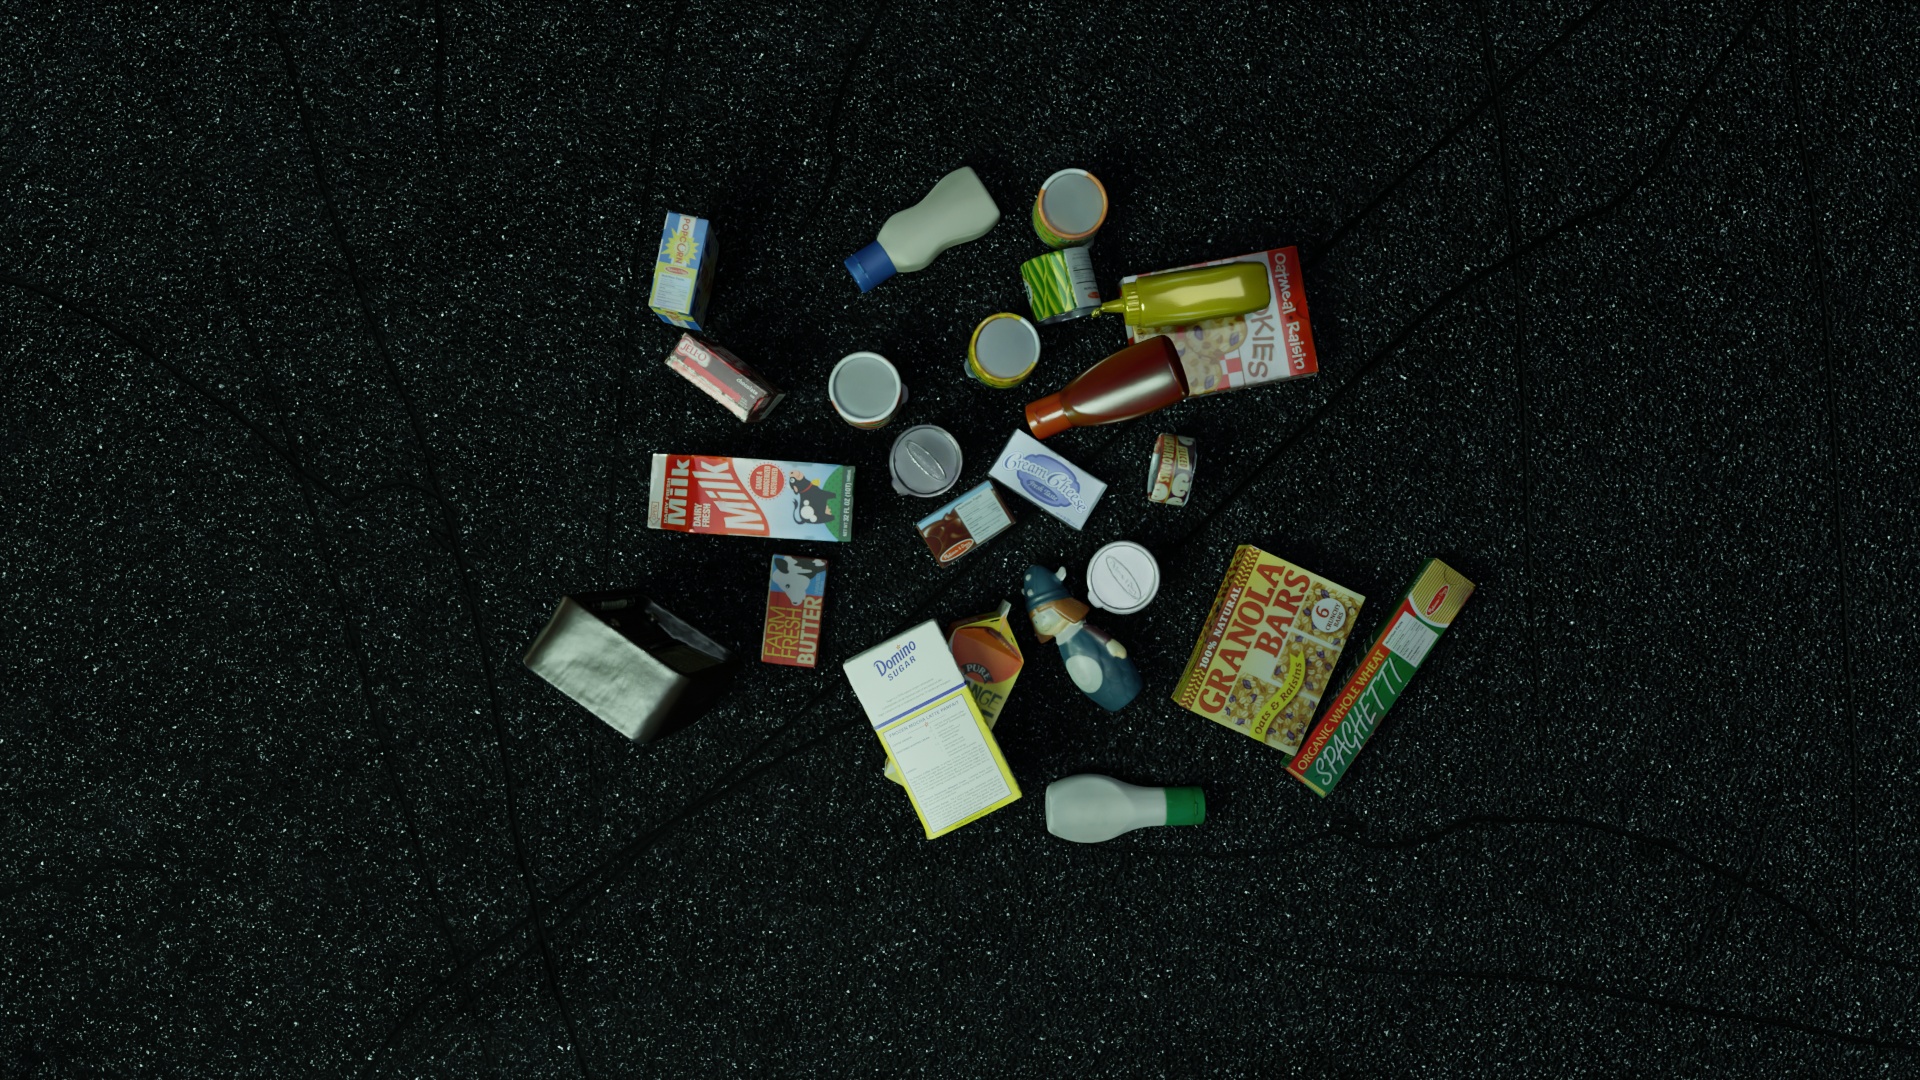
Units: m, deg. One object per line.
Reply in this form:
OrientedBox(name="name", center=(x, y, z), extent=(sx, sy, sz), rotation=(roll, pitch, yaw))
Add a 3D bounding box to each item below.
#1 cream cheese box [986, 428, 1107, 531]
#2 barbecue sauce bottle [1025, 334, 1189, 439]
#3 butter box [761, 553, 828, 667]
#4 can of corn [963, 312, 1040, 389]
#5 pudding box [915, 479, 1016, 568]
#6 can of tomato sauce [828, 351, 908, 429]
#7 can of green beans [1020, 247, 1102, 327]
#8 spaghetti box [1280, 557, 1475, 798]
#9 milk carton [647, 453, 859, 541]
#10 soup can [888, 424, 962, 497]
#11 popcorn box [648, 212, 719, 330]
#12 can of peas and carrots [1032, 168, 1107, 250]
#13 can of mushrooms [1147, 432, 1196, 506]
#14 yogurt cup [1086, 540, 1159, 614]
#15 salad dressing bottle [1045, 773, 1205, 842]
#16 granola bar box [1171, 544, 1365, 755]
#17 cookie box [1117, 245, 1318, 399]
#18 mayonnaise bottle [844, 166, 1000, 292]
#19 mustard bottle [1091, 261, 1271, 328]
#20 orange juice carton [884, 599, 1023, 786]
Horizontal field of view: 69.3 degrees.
OrientedBox(name="cream cheese box", center=(0.082, -0.058, 1.321), extent=(0.104, 0.024, 0.053), rotation=(32, 88, -2))
OrientedBox(name="barbecue sauce bottle", center=(0.133, -0.136, 1.288), extent=(0.148, 0.044, 0.065), rotation=(-20, 84, 21))
OrientedBox(name="butter box", center=(-0.157, 0.066, 1.313), extent=(0.053, 0.024, 0.103), rotation=(6, 90, -2))
OrientedBox(name="can of corn", center=(0.038, -0.176, 1.301), extent=(0.071, 0.058, 0.071), rotation=(0, 90, -2))
OrientedBox(name="pudding box", center=(0.005, -0.016, 1.315), extent=(0.084, 0.030, 0.049), rotation=(-32, 93, -1))
OrientedBox(name="can of tomato sauce", center=(-0.085, -0.138, 1.284), extent=(0.071, 0.083, 0.071), rotation=(0, 91, -2))
OrientedBox(name="can of green beans", center=(0.094, -0.237, 1.299), extent=(0.071, 0.071, 0.058), rotation=(-14, 91, -2))
OrientedBox(name="spaghetti box", center=(0.399, 0.130, 1.332), extent=(0.050, 0.028, 0.250), rotation=(36, 89, -2))
OrientedBox(name="milk carton", center=(-0.192, -0.040, 1.286), extent=(0.191, 0.073, 0.072), rotation=(4, 91, -2))
OrientedBox(name="soup can", center=(-0.034, -0.071, 1.287), extent=(0.071, 0.084, 0.071), rotation=(0, 91, -2))
OrientedBox(name="popcorn box", center=(-0.248, -0.241, 1.256), extent=(0.038, 0.127, 0.085), rotation=(12, 91, -6))
OrientedBox(name="can of peas and carrots", center=(0.104, -0.307, 1.302), extent=(0.071, 0.059, 0.071), rotation=(0, 91, -1))
OrientedBox(name="can of mushrooms", center=(0.198, -0.067, 1.302), extent=(0.033, 0.071, 0.071), rotation=(10, 91, 0))
OrientedBox(name="yogurt cup", center=(0.150, 0.034, 1.309), extent=(0.072, 0.054, 0.072), rotation=(0, 91, -2))
OrientedBox(name="salad dressing bottle", center=(0.156, 0.253, 1.318), extent=(0.148, 0.044, 0.064), rotation=(0, 89, -3))
OrientedBox(name="granola bar box", center=(0.292, 0.103, 1.323), extent=(0.124, 0.039, 0.165), rotation=(24, 90, -3))
OrientedBox(name="cookie box", center=(0.244, -0.202, 1.317), extent=(0.167, 0.040, 0.123), rotation=(-11, 91, -2))
OrientedBox(name="mayonnaise bottle", center=(-0.039, -0.288, 1.307), extent=(0.148, 0.041, 0.065), rotation=(-33, 90, 0))
OrientedBox(name="mustard bottle", center=(0.199, -0.222, 1.265), extent=(0.160, 0.065, 0.048), rotation=(-7, 95, 3))
OrientedBox(name="orange juice carton", center=(0.002, 0.143, 1.296), extent=(0.073, 0.072, 0.192), rotation=(26, 90, -3))
